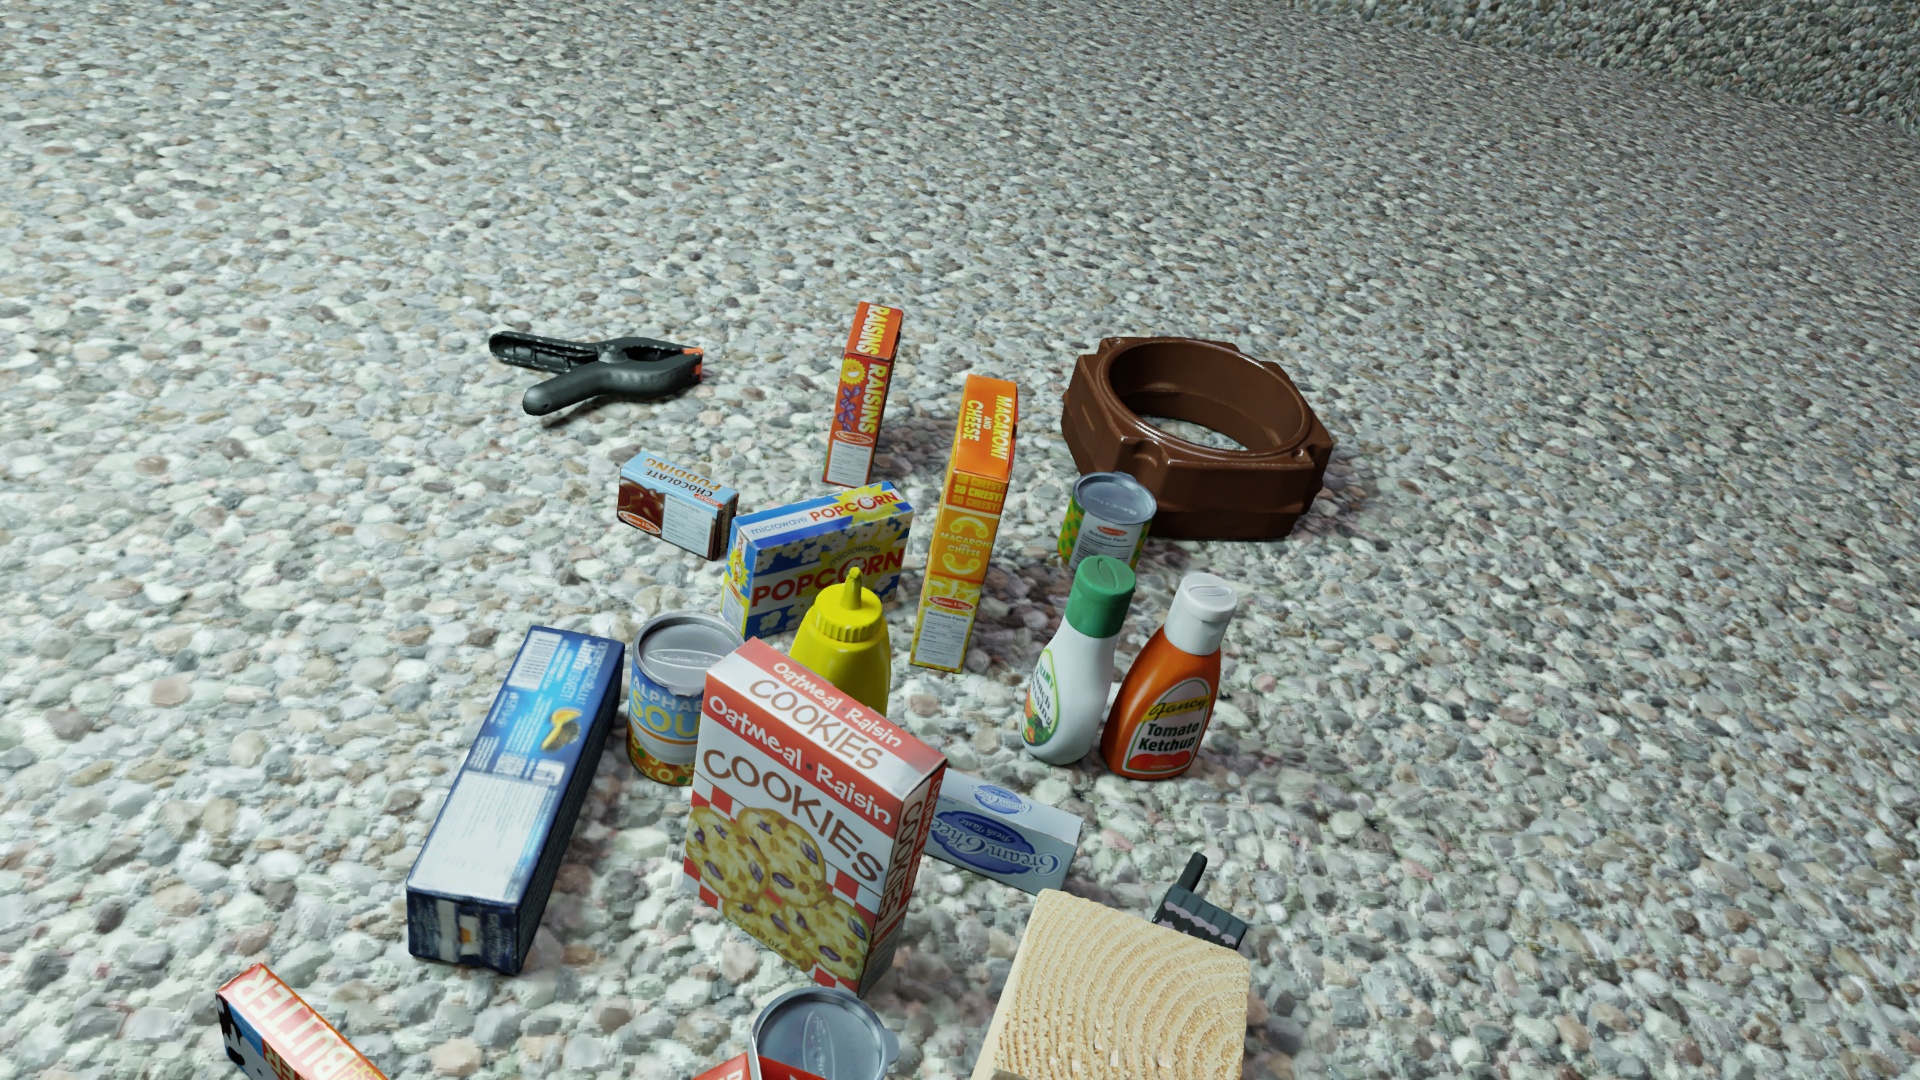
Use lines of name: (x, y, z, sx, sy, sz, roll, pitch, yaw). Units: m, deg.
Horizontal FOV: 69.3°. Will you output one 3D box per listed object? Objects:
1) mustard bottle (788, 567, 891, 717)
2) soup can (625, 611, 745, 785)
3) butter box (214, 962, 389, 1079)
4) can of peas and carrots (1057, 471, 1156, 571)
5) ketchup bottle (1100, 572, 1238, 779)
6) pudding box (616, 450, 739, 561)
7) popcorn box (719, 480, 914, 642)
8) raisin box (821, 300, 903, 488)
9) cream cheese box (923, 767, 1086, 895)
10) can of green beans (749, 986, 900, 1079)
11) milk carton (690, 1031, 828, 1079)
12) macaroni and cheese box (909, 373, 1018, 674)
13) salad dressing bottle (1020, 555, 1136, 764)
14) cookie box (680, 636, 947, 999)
mustard bottle: (-0.071, 0.074, 0.823, 0.065, 0.159, 0.049, -13, 44, -32)
soup can: (-0.165, 0.096, 0.827, 0.071, 0.083, 0.072, 9, 37, -7)
butter box: (-0.290, 0.240, 0.623, 0.103, 0.052, 0.024, 30, 39, 21)
can of peas and carrots: (0.113, -0.012, 1.081, 0.071, 0.058, 0.071, 9, 37, -7)
ketchup bottle: (0.136, 0.087, 0.882, 0.065, 0.148, 0.044, 0, 39, -18)
pudding box: (-0.205, -0.025, 1.003, 0.084, 0.049, 0.030, 22, 37, 12)
popcorn box: (-0.099, 0.014, 0.956, 0.127, 0.084, 0.038, -15, 45, -34)
raisin box: (-0.077, -0.115, 1.100, 0.040, 0.122, 0.086, 12, 36, -2)
cream cheese box: (0.017, 0.170, 0.814, 0.104, 0.053, 0.024, 19, 37, 7)
can of green beans: (-0.071, 0.259, 0.665, 0.071, 0.057, 0.071, 9, 37, -7)
milk carton: (-0.085, 0.272, 0.532, 0.073, 0.189, 0.072, 0, 38, -18)
macaroni and cheese box: (0.003, -0.012, 0.955, 0.040, 0.165, 0.124, 12, 36, -3)
salad dressing bottle: (0.075, 0.076, 0.878, 0.044, 0.146, 0.064, 2, 38, -16)
cookie box: (-0.080, 0.146, 0.718, 0.123, 0.166, 0.040, 29, 39, 20)
